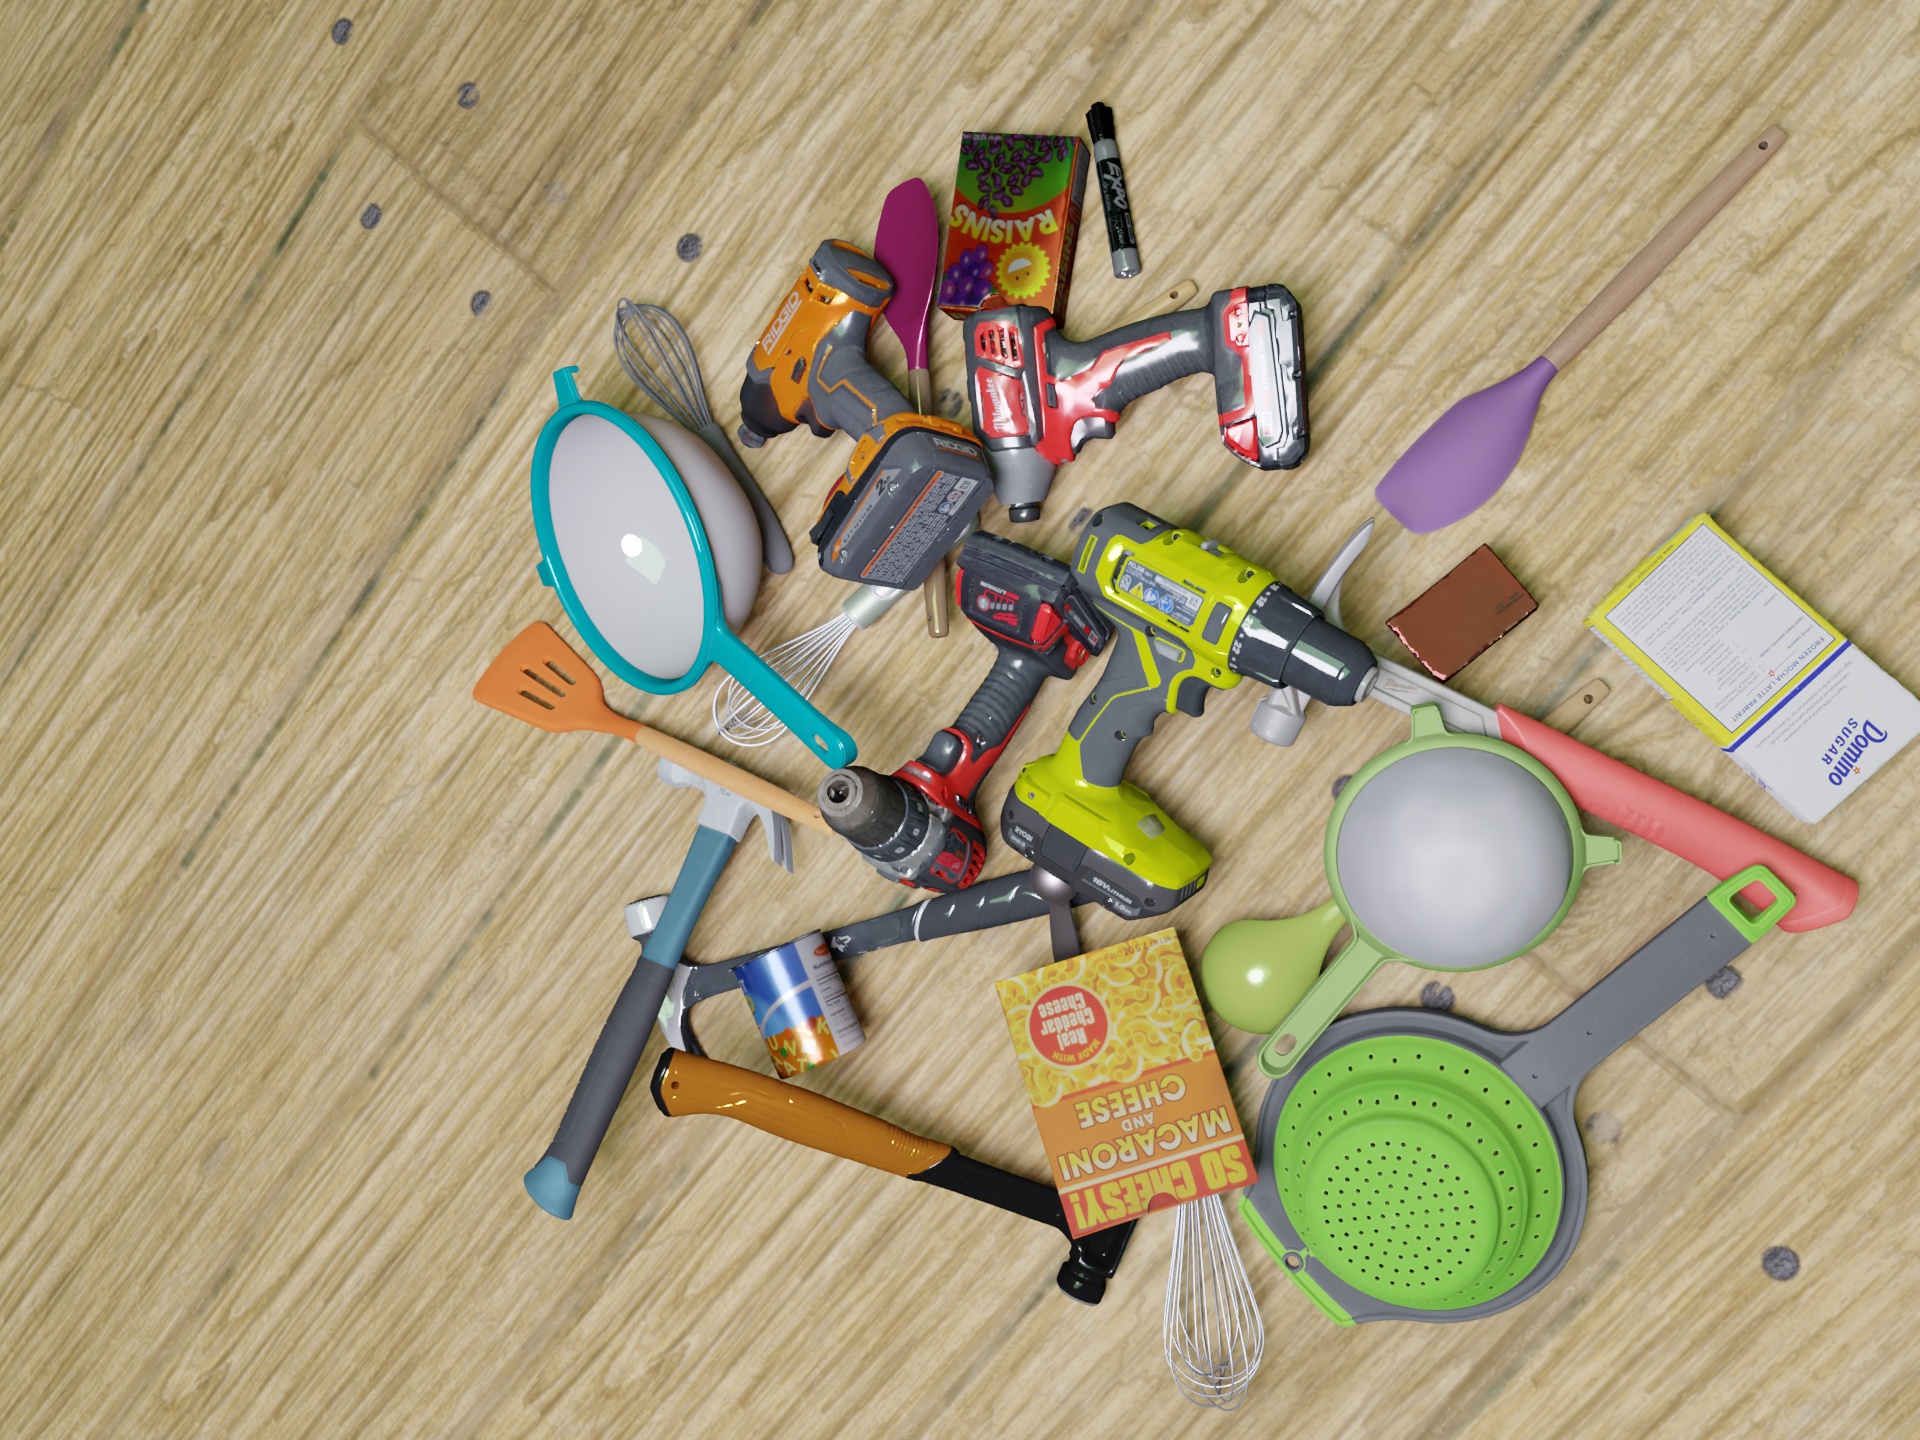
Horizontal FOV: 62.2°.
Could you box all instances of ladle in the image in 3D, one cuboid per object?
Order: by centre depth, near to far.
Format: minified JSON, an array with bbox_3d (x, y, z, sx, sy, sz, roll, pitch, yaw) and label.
[{"bbox_3d":[0.284,0.084,1.017,0.320,0.062,0.078,-42,81,6],"label":"ladle"},{"bbox_3d":[0.028,-0.210,1.105,0.315,0.031,0.069,-33,79,13],"label":"ladle"}]

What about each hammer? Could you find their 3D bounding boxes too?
[{"bbox_3d":[0.364,0.019,0.951,0.359,0.037,0.149,27,109,6],"label":"hammer"},{"bbox_3d":[-0.039,0.277,1.048,0.336,0.034,0.127,21,96,-8],"label":"hammer"},{"bbox_3d":[-0.219,0.183,1.115,0.128,0.033,0.331,16,75,26],"label":"hammer"},{"bbox_3d":[-0.043,0.151,1.119,0.409,0.036,0.149,-17,86,17],"label":"hammer"}]

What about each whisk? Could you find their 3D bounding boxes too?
[{"bbox_3d":[0.156,0.304,1.043,0.070,0.070,0.285,-7,82,18],"label":"whisk"},{"bbox_3d":[-0.082,-0.069,1.128,0.246,0.059,0.058,-41,88,9],"label":"whisk"},{"bbox_3d":[-0.188,-0.208,1.166,0.055,0.055,0.239,-32,85,15],"label":"whisk"}]

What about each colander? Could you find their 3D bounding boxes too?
[{"bbox_3d":[0.326,0.229,0.944,0.204,0.094,0.397,48,110,12],"label":"colander"}]

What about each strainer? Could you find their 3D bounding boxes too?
[{"bbox_3d":[0.260,0.127,0.944,0.151,0.069,0.256,37,106,2],"label":"strainer"},{"bbox_3d":[-0.163,-0.092,1.101,0.341,0.095,0.210,42,137,23],"label":"strainer"}]

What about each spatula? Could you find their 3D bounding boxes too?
[{"bbox_3d":[0.388,-0.241,0.992,0.060,0.018,0.316,46,104,12],"label":"spatula"},{"bbox_3d":[-0.216,0.014,1.145,0.323,0.041,0.081,22,63,29],"label":"spatula"}]

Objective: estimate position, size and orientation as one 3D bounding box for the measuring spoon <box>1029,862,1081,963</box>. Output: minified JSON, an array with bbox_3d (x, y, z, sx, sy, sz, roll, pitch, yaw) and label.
[{"bbox_3d":[0.066,0.142,1.055,0.034,0.018,0.124,9,132,24],"label":"measuring spoon"}]

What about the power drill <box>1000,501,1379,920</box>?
[{"bbox_3d":[0.132,0.003,0.972,0.191,0.080,0.228,32,117,23],"label":"power drill"}]

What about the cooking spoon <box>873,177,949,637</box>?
[{"bbox_3d":[-0.027,-0.215,1.095,0.069,0.017,0.319,-9,84,47],"label":"cooking spoon"}]

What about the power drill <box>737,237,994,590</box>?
[{"bbox_3d":[-0.080,-0.195,1.079,0.164,0.084,0.227,-50,52,32],"label":"power drill"}]

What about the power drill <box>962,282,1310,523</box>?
[{"bbox_3d":[0.113,-0.207,1.037,0.220,0.078,0.143,-3,101,16],"label":"power drill"}]

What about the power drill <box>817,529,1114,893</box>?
[{"bbox_3d":[-0.002,-0.003,1.015,0.080,0.187,0.227,25,84,26],"label":"power drill"}]
